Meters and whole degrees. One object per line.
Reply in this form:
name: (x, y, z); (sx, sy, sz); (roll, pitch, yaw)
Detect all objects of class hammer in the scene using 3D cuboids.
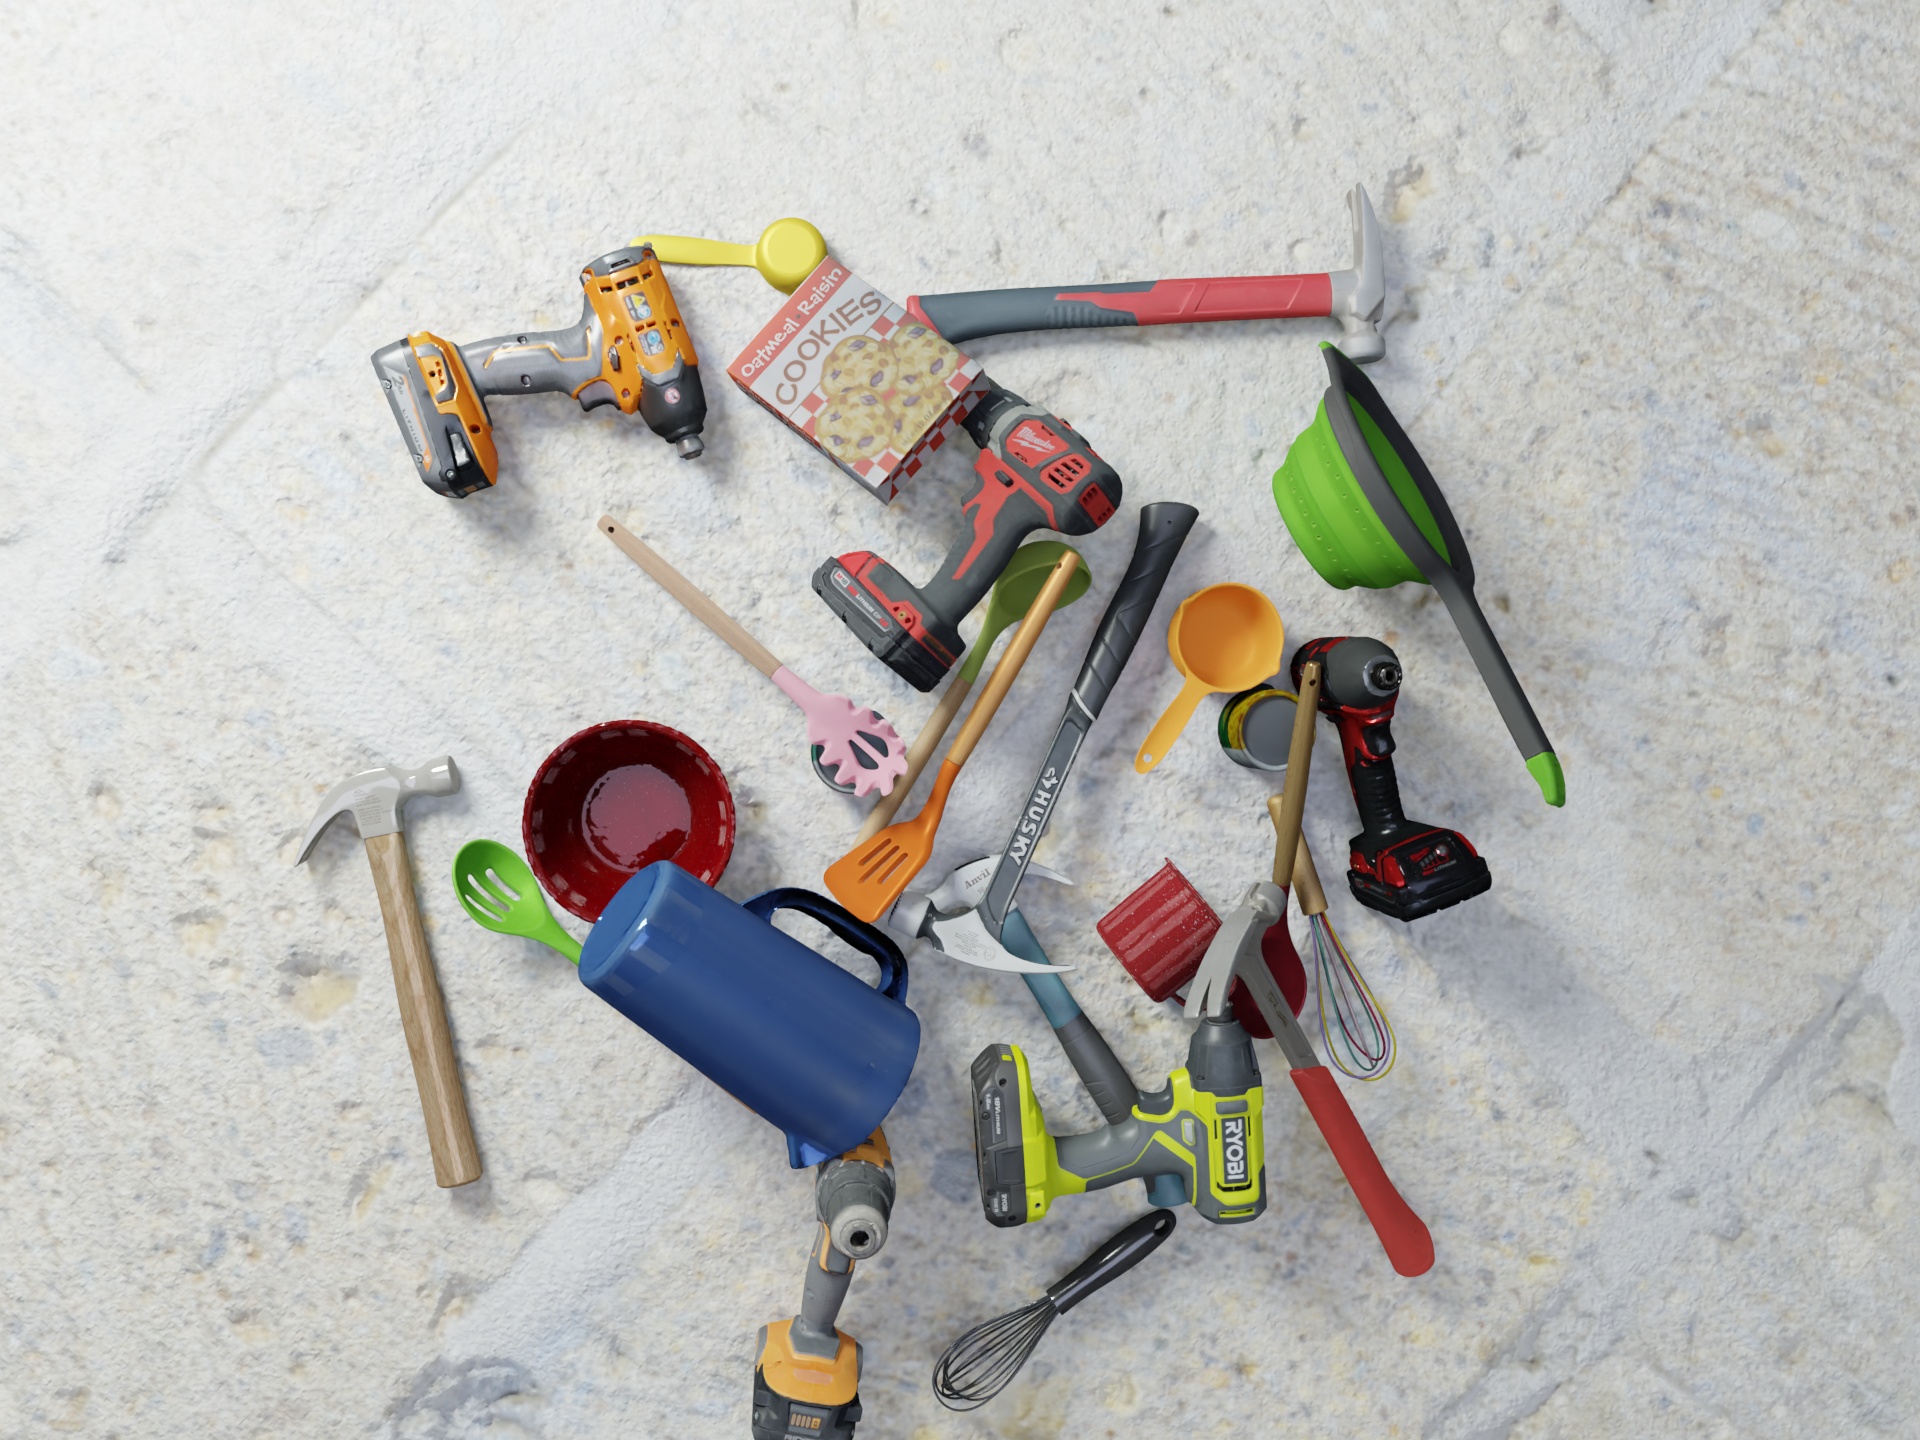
hammer: (0.149, -0.351, 1.277); (0.386, 0.038, 0.143); (-4, 90, -5)
hammer: (-0.427, 0.200, 1.236); (0.130, 0.031, 0.331); (-12, 92, -5)
hammer: (0.285, 0.307, 1.245); (0.358, 0.037, 0.149); (60, 41, -19)
hammer: (0.094, 0.009, 1.260); (0.149, 0.036, 0.409); (25, 83, 2)
hammer: (0.092, 0.254, 1.286); (0.128, 0.033, 0.331); (-32, 94, -3)

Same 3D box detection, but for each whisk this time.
whisk: (0.301, 0.176, 1.299); (0.051, 0.047, 0.245); (-17, 88, -36)
whisk: (0.079, 0.472, 1.283); (0.239, 0.055, 0.055); (-35, 94, -8)

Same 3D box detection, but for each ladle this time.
ladle: (0.258, 0.105, 1.265); (0.069, 0.031, 0.315); (3, 107, -5)
ladle: (-0.002, -0.004, 1.262); (0.062, 0.078, 0.320); (33, 93, 35)

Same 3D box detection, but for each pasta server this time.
pasta server: (-0.164, -0.055, 1.232); (0.316, 0.040, 0.060); (41, 95, 5)

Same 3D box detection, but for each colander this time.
colander: (0.336, -0.098, 1.216); (0.094, 0.204, 0.397); (-31, 66, 27)

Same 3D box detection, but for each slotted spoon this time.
slotted spoon: (-0.275, 0.208, 1.248); (0.313, 0.070, 0.031); (42, 130, -9)

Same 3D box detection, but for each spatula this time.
spatula: (0.001, 0.009, 1.223); (0.041, 0.081, 0.322); (25, 97, -40)

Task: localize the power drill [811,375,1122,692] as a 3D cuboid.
power drill: (-0.006, -0.155, 1.224); (0.226, 0.080, 0.188); (-46, 55, 4)

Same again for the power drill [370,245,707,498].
power drill: (-0.311, -0.249, 1.216); (0.226, 0.084, 0.164); (-23, 94, -8)

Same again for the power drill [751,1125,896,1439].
power drill: (-0.097, 0.429, 1.198); (0.084, 0.185, 0.226); (13, 93, -7)

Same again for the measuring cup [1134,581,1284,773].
measuring cup: (0.187, -0.031, 1.281); (0.095, 0.052, 0.173); (34, 90, -5)

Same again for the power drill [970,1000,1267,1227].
power drill: (0.124, 0.308, 1.237); (0.223, 0.080, 0.171); (-4, 96, -4)

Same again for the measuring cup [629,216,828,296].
measuring cup: (-0.182, -0.370, 1.249); (0.156, 0.029, 0.062); (2, 91, -7)

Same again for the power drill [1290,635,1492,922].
power drill: (0.333, 0.039, 1.251); (0.078, 0.143, 0.219); (-20, 95, -7)
